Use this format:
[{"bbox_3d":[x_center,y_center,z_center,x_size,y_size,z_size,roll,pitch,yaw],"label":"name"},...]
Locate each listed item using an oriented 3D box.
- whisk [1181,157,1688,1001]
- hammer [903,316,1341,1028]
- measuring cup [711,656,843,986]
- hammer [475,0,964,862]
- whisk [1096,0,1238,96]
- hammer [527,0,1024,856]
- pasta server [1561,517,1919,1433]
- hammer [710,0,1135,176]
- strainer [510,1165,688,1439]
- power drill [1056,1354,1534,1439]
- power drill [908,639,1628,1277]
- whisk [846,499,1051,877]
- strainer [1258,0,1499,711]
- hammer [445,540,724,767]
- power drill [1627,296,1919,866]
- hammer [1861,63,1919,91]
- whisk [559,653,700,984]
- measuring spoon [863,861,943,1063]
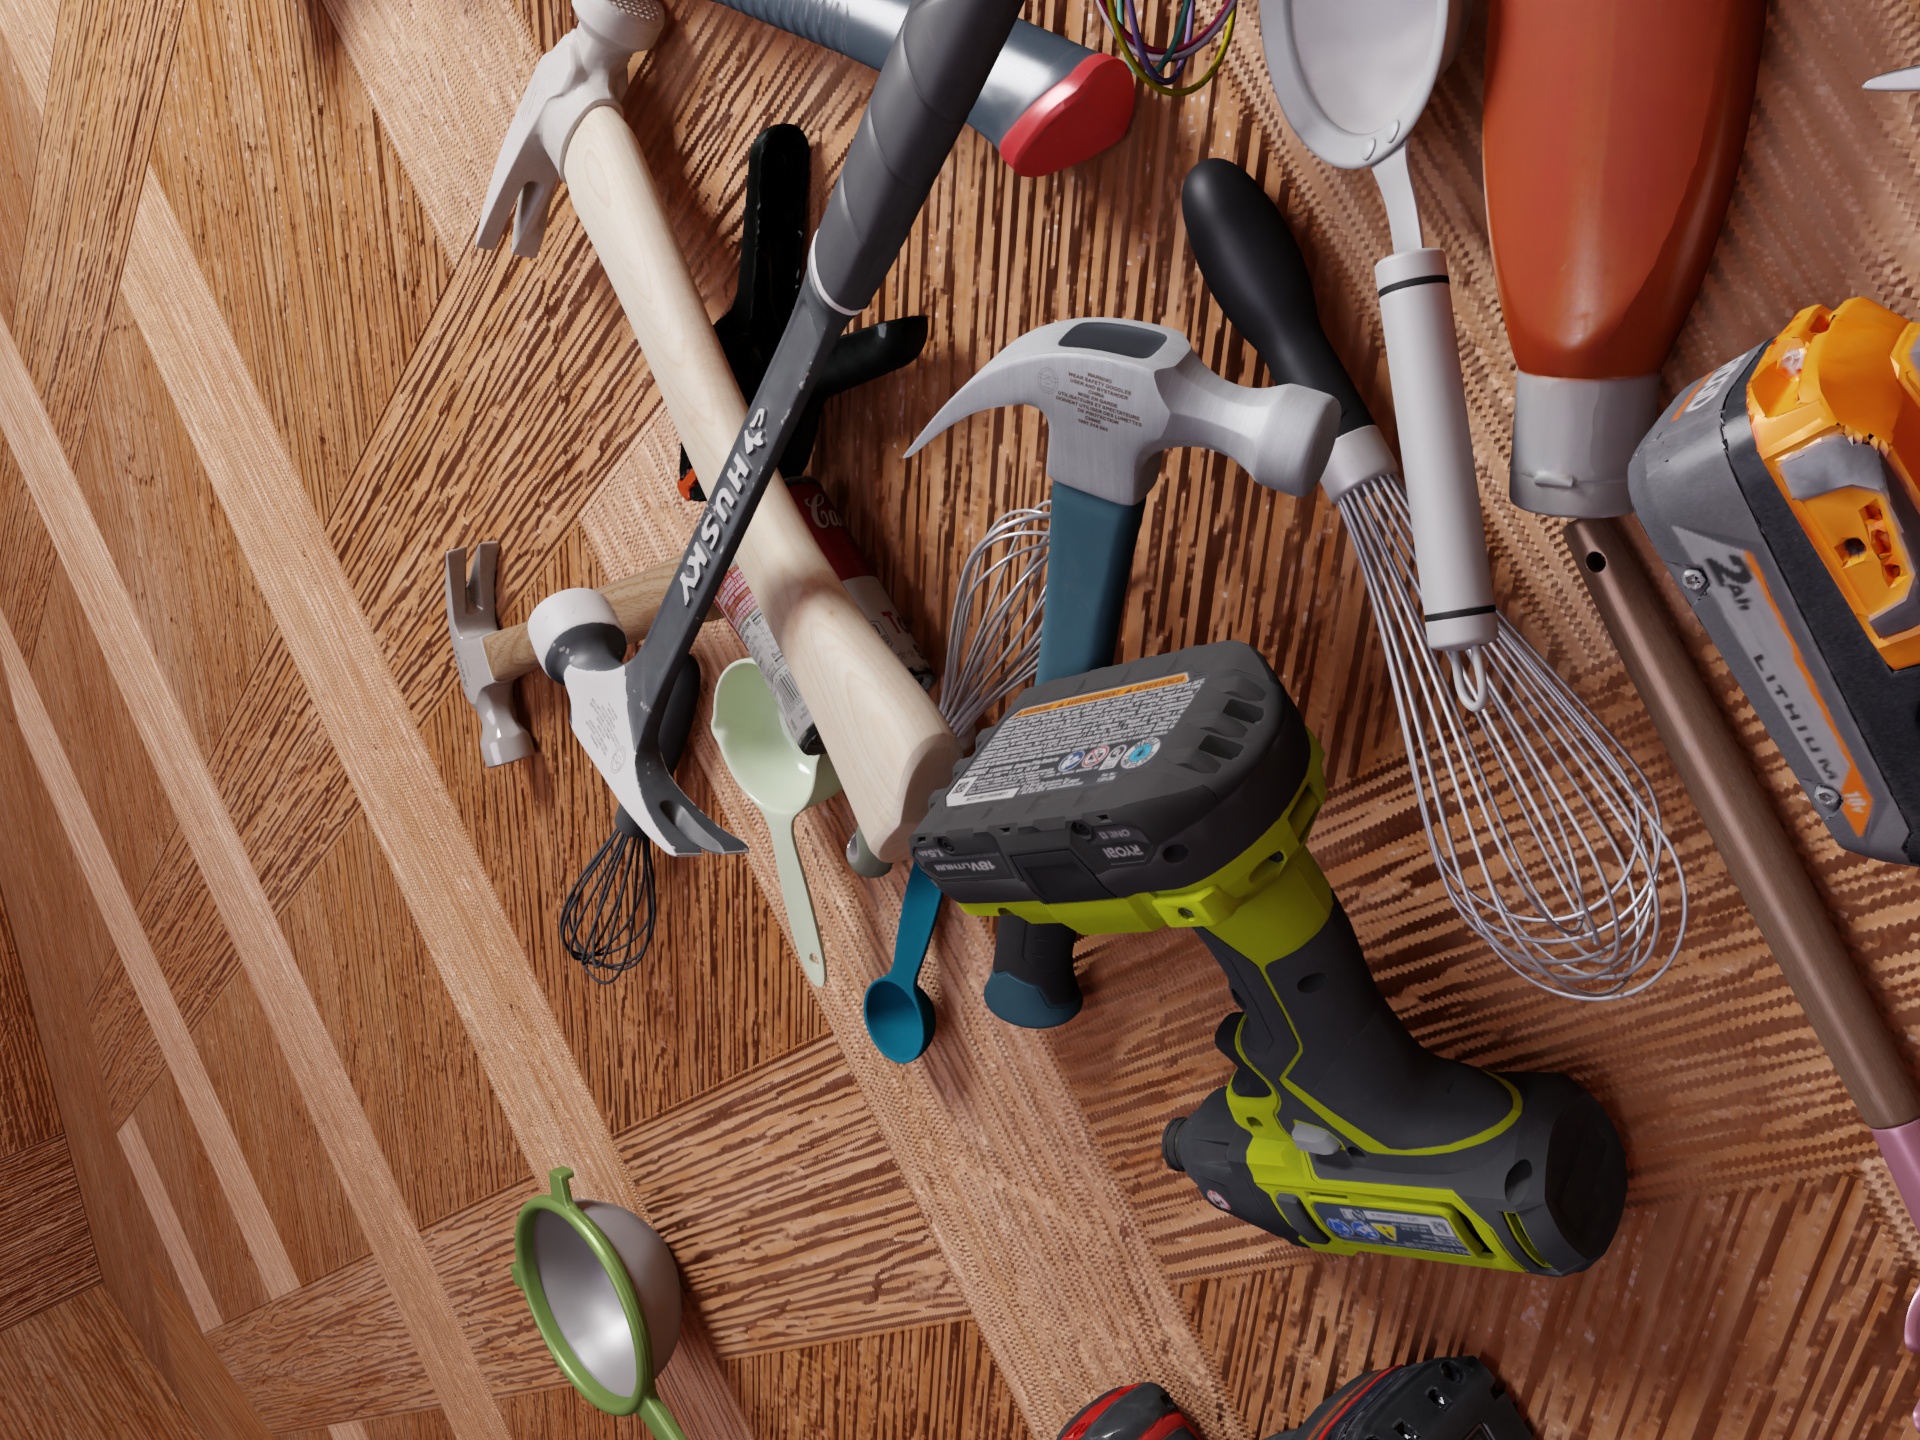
[{"bbox_3d":[0.134,-0.049,0.479,0.070,0.070,0.285,-35,75,49],"label":"whisk"},{"bbox_3d":[0.039,0.007,0.569,0.128,0.033,0.330,24,138,19],"label":"hammer"},{"bbox_3d":[-0.072,0.046,0.759,0.083,0.038,0.167,9,115,46],"label":"measuring cup"},{"bbox_3d":[-0.104,-0.118,0.640,0.146,0.038,0.411,-49,57,37],"label":"hammer"},{"bbox_3d":[0.059,-0.304,0.449,0.051,0.047,0.245,-129,37,-78],"label":"whisk"},{"bbox_3d":[-0.046,-0.126,0.515,0.149,0.036,0.408,57,130,34],"label":"hammer"},{"bbox_3d":[0.240,0.085,0.431,0.060,0.040,0.316,-30,83,37],"label":"pasta server"},{"bbox_3d":[-0.088,-0.308,0.604,0.387,0.038,0.143,33,101,27],"label":"hammer"},{"bbox_3d":[-0.193,0.407,1.026,0.256,0.069,0.151,48,133,22],"label":"strainer"},{"bbox_3d":[0.145,0.349,0.625,0.188,0.080,0.226,60,142,10],"label":"power drill"},{"bbox_3d":[0.090,0.090,0.524,0.171,0.080,0.223,-13,121,49],"label":"power drill"},{"bbox_3d":[-0.001,-0.002,0.657,0.246,0.059,0.058,122,154,-48],"label":"whisk"},{"bbox_3d":[0.124,-0.130,0.436,0.087,0.050,0.258,176,86,-73],"label":"strainer"},{"bbox_3d":[-0.207,-0.051,0.852,0.331,0.031,0.130,-10,98,54],"label":"hammer"},{"bbox_3d":[0.271,-0.048,0.301,0.226,0.084,0.164,-29,97,46],"label":"power drill"},{"bbox_3d":[0.196,-0.289,0.317,0.146,0.035,0.335,-30,84,49],"label":"hammer"},{"bbox_3d":[-0.179,0.058,0.876,0.055,0.055,0.238,43,130,26],"label":"whisk"},{"bbox_3d":[-0.016,0.102,0.743,0.042,0.021,0.128,32,119,36],"label":"measuring spoon"}]
